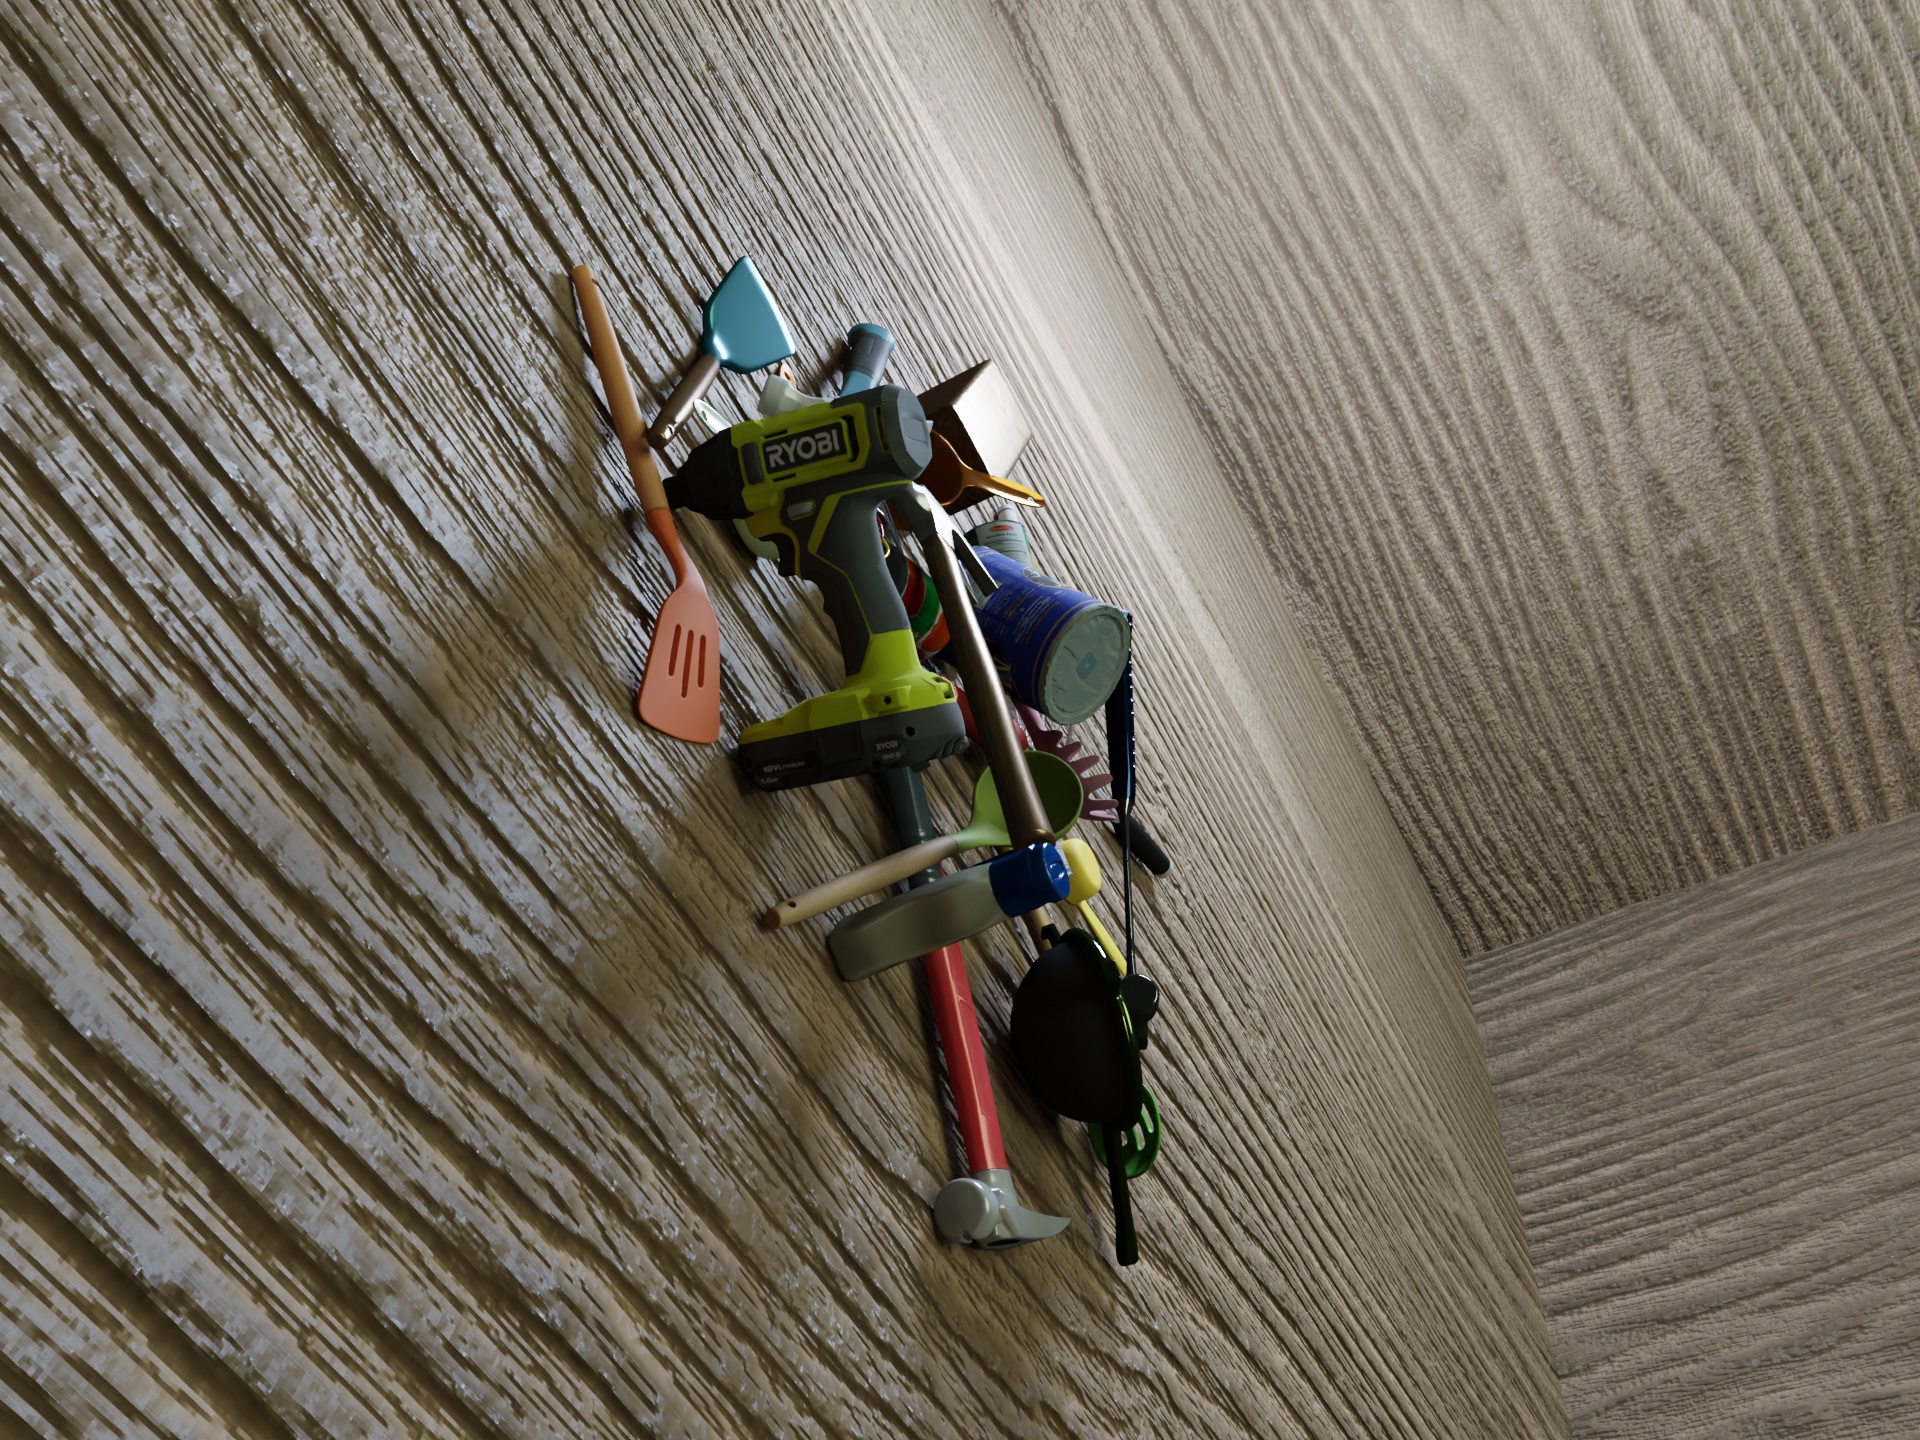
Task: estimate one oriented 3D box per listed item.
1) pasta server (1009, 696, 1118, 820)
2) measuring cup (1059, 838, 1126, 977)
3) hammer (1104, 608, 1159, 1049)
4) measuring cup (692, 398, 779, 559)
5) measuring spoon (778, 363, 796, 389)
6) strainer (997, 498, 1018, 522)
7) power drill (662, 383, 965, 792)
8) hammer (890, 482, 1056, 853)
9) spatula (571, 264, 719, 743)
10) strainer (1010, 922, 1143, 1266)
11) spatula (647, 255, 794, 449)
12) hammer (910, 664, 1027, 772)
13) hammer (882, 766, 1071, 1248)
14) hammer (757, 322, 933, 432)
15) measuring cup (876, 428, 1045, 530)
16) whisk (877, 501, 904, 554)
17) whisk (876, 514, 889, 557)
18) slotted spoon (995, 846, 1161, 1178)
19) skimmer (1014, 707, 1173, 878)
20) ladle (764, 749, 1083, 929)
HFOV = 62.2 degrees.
[{"bbox_3d":[0.050,-0.037,1.359,0.060,0.040,0.317,90,-21,-52],"label":"pasta server"},{"bbox_3d":[0.129,0.173,1.435,0.156,0.029,0.062,58,22,-18],"label":"measuring cup"},{"bbox_3d":[0.138,0.085,1.356,0.144,0.035,0.406,86,4,-58],"label":"hammer"},{"bbox_3d":[-0.149,-0.162,1.053,0.167,0.038,0.083,44,30,-62],"label":"measuring cup"},{"bbox_3d":[-0.139,-0.246,1.243,0.021,0.011,0.117,47,24,-35],"label":"measuring spoon"},{"bbox_3d":[0.062,-0.141,1.594,0.259,0.050,0.086,-101,164,-44],"label":"strainer"},{"bbox_3d":[-0.089,-0.075,0.967,0.080,0.171,0.223,-11,90,-70],"label":"power drill"},{"bbox_3d":[0.010,-0.042,1.130,0.129,0.031,0.332,42,24,-49],"label":"hammer"},{"bbox_3d":[-0.197,-0.141,0.962,0.081,0.041,0.323,25,42,-63],"label":"spatula"},{"bbox_3d":[0.082,0.282,1.162,0.151,0.069,0.256,-164,-116,-75],"label":"strainer"},{"bbox_3d":[-0.168,-0.242,1.086,0.318,0.044,0.082,-86,152,-63],"label":"spatula"},{"bbox_3d":[-0.002,-0.004,1.194,0.149,0.036,0.358,65,9,17],"label":"hammer"},{"bbox_3d":[-0.006,0.163,1.094,0.143,0.038,0.387,35,37,-58],"label":"hammer"},{"bbox_3d":[-0.084,-0.281,1.310,0.128,0.033,0.331,21,23,-8],"label":"hammer"},{"bbox_3d":[-0.011,-0.194,1.347,0.173,0.052,0.095,12,55,-30],"label":"measuring cup"},{"bbox_3d":[-0.044,-0.113,1.296,0.246,0.058,0.059,48,61,-48],"label":"whisk"},{"bbox_3d":[-0.092,-0.170,1.166,0.245,0.047,0.051,-111,-171,-56],"label":"whisk"},{"bbox_3d":[0.083,0.207,1.257,0.031,0.070,0.314,-2,63,-51],"label":"slotted spoon"},{"bbox_3d":[0.151,0.049,1.537,0.362,0.090,0.127,48,27,-43],"label":"skimmer"},{"bbox_3d":[-0.018,0.078,1.038,0.078,0.062,0.320,35,26,23],"label":"ladle"}]
